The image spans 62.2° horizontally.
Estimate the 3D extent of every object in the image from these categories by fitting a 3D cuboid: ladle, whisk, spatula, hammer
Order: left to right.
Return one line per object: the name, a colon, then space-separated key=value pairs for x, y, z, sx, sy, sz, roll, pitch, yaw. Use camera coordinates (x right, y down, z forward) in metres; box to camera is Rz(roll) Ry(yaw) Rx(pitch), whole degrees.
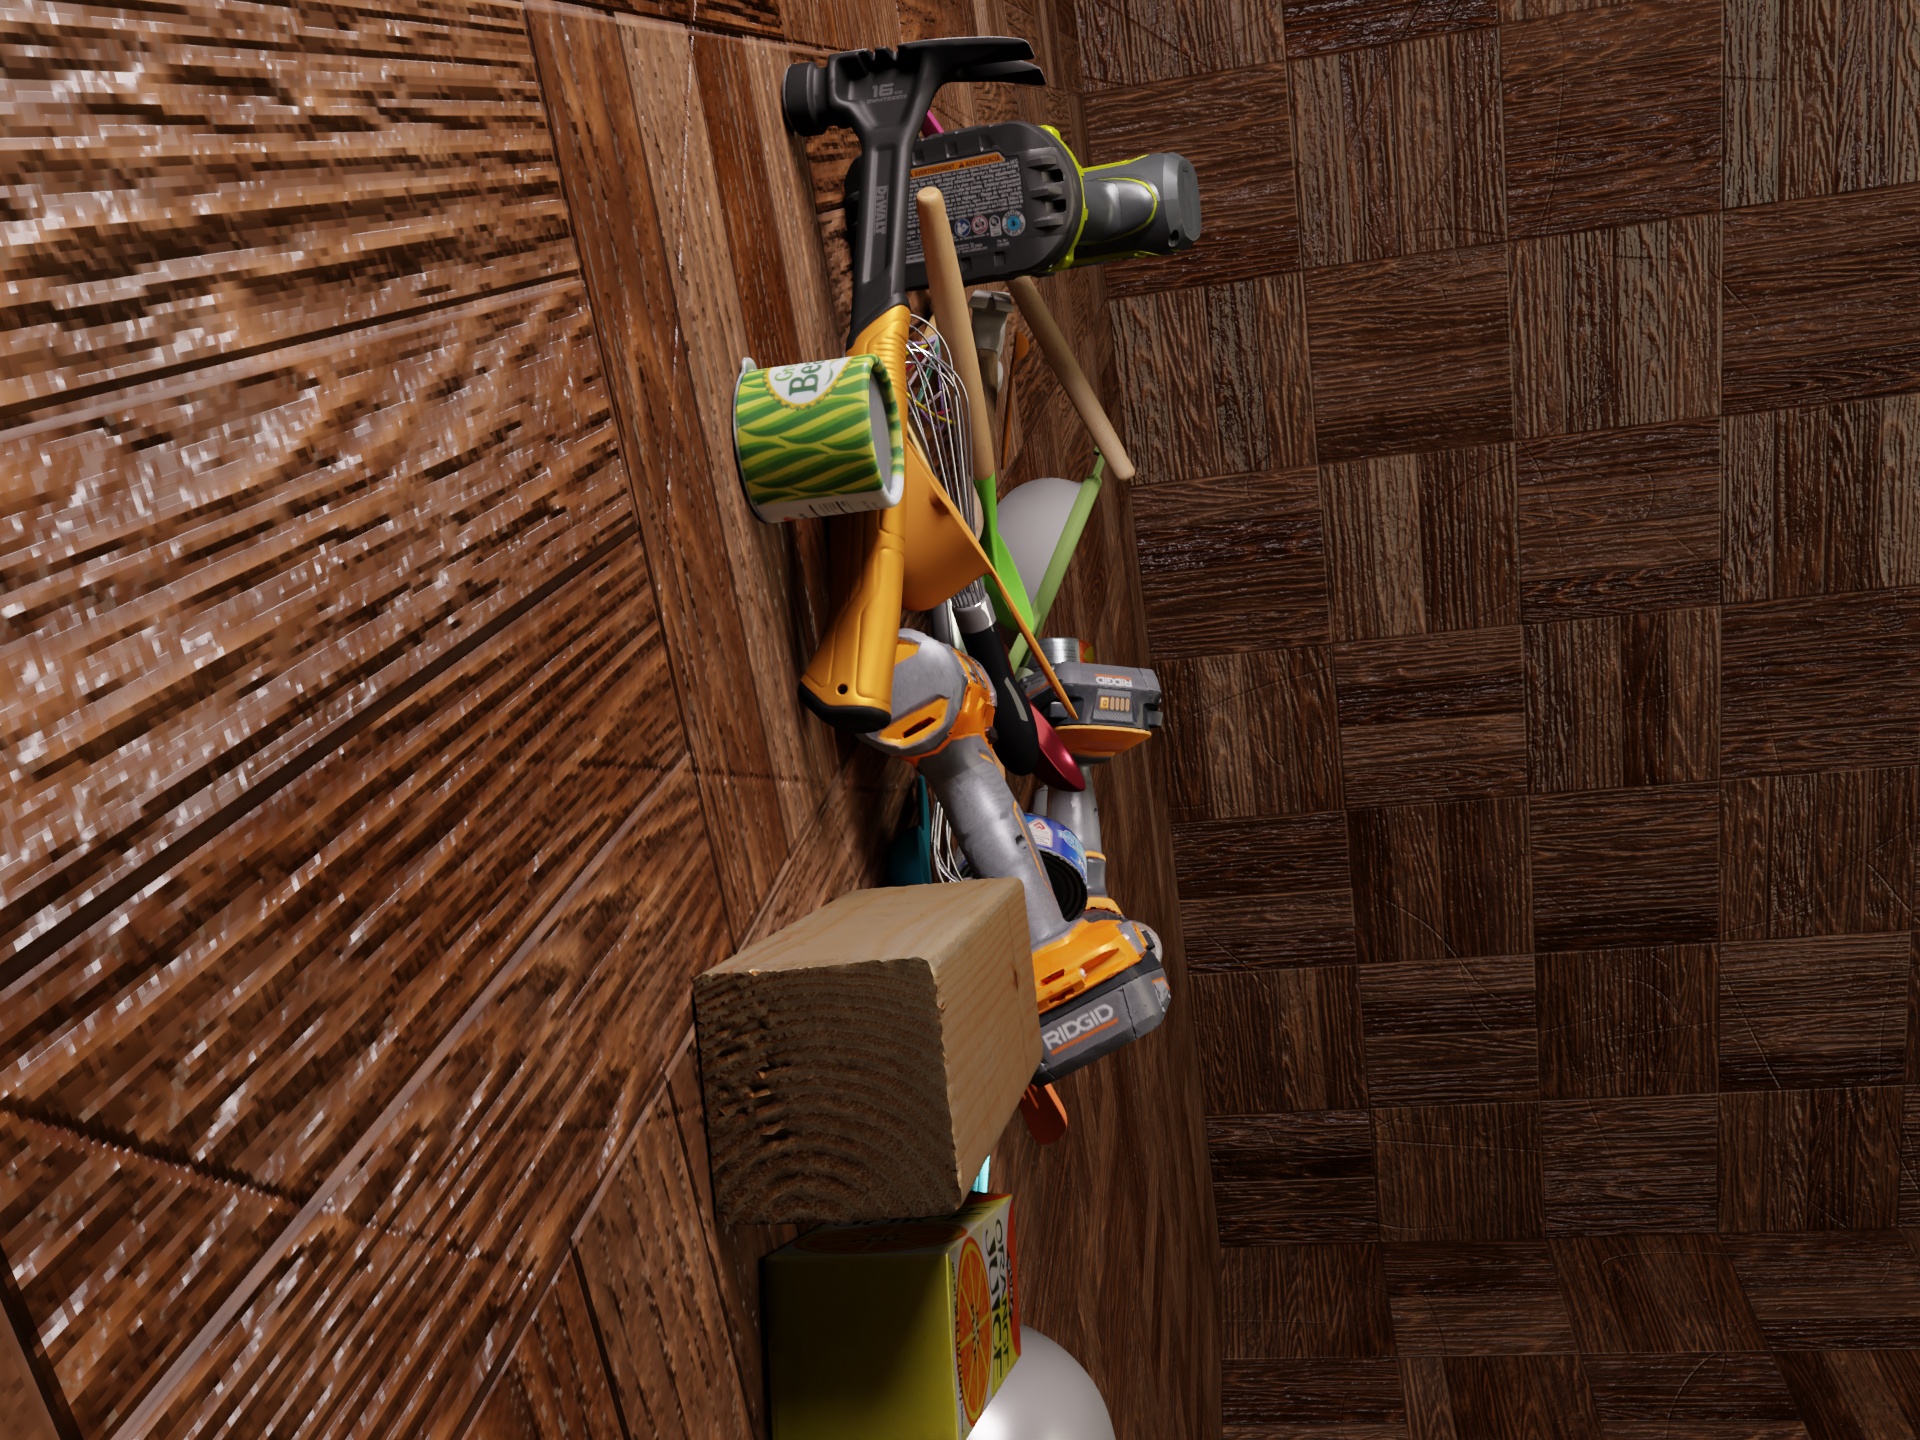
hammer: x=-0.032 y=-0.160 z=0.739 sx=0.034 sy=0.127 sz=0.337 roll=37 pitch=54 yaw=-68
whisk: x=-0.015 y=-0.229 z=1.013 sx=0.245 sy=0.047 sz=0.051 roll=-82 pitch=-179 yaw=-63
whisk: x=-0.002 y=-0.003 z=0.969 sx=0.059 sy=0.058 sz=0.246 roll=12 pitch=63 yaw=-39
whisk: x=-0.001 y=-0.089 z=0.882 sx=0.070 sy=0.070 sz=0.284 roll=-77 pitch=152 yaw=-58
ladle: x=0.004 y=-0.084 z=0.937 sx=0.069 sy=0.031 sz=0.315 roll=-100 pitch=167 yaw=-64
hammer: x=0.011 y=-0.158 z=1.089 sx=0.130 sy=0.031 sz=0.332 roll=96 pitch=-2 yaw=-61
spatula: x=0.036 y=0.126 z=1.100 sx=0.081 sy=0.041 sz=0.323 roll=117 pitch=-27 yaw=-64

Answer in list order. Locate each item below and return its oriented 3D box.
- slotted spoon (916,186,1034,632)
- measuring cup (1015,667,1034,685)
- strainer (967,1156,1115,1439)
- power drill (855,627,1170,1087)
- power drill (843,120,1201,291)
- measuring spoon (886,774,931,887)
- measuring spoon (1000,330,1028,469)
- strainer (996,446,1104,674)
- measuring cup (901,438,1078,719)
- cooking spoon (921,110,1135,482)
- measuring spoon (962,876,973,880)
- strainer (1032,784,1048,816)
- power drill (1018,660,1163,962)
slotted spoon: x=0.008 y=-0.163 z=0.909 sx=0.313 sy=0.031 sz=0.070 roll=76 pitch=5 yaw=-49
measuring cup: x=0.054 y=0.009 z=1.250 sx=0.167 sy=0.038 sz=0.083 roll=49 pitch=37 yaw=-68
strainer: x=0.039 y=0.356 z=0.859 sx=0.210 sy=0.095 sz=0.341 roll=72 pitch=18 yaw=-49
power drill: x=0.023 y=0.063 z=0.823 sx=0.226 sy=0.084 sz=0.164 roll=62 pitch=7 yaw=8
power drill: x=0.024 y=-0.300 z=0.955 sx=0.228 sy=0.190 sz=0.080 roll=-32 pitch=117 yaw=-62
measuring spoon: x=-0.029 y=0.061 z=0.880 sx=0.129 sy=0.021 sz=0.042 roll=-93 pitch=173 yaw=-68
measuring spoon: x=0.038 y=-0.224 z=1.125 sx=0.116 sy=0.011 sz=0.021 roll=96 pitch=-2 yaw=-48
strainer: x=0.030 y=-0.087 z=1.127 sx=0.256 sy=0.069 sz=0.151 roll=-64 pitch=176 yaw=-47
measuring cup: x=-0.006 y=-0.062 z=0.792 sx=0.173 sy=0.052 sz=0.095 roll=58 pitch=6 yaw=-7
cooking spoon: x=0.038 y=-0.306 z=1.097 sx=0.319 sy=0.017 sz=0.069 roll=60 pitch=13 yaw=-2
measuring spoon: x=-0.011 y=0.138 z=0.935 sx=0.124 sy=0.018 sz=0.034 roll=-69 pitch=157 yaw=-52
strainer: x=0.064 y=0.095 z=1.275 sx=0.258 sy=0.050 sz=0.087 roll=-70 pitch=138 yaw=-73
power drill: x=0.089 y=0.077 z=1.088 sx=0.185 sy=0.084 sz=0.226 roll=159 pitch=-65 yaw=-72
